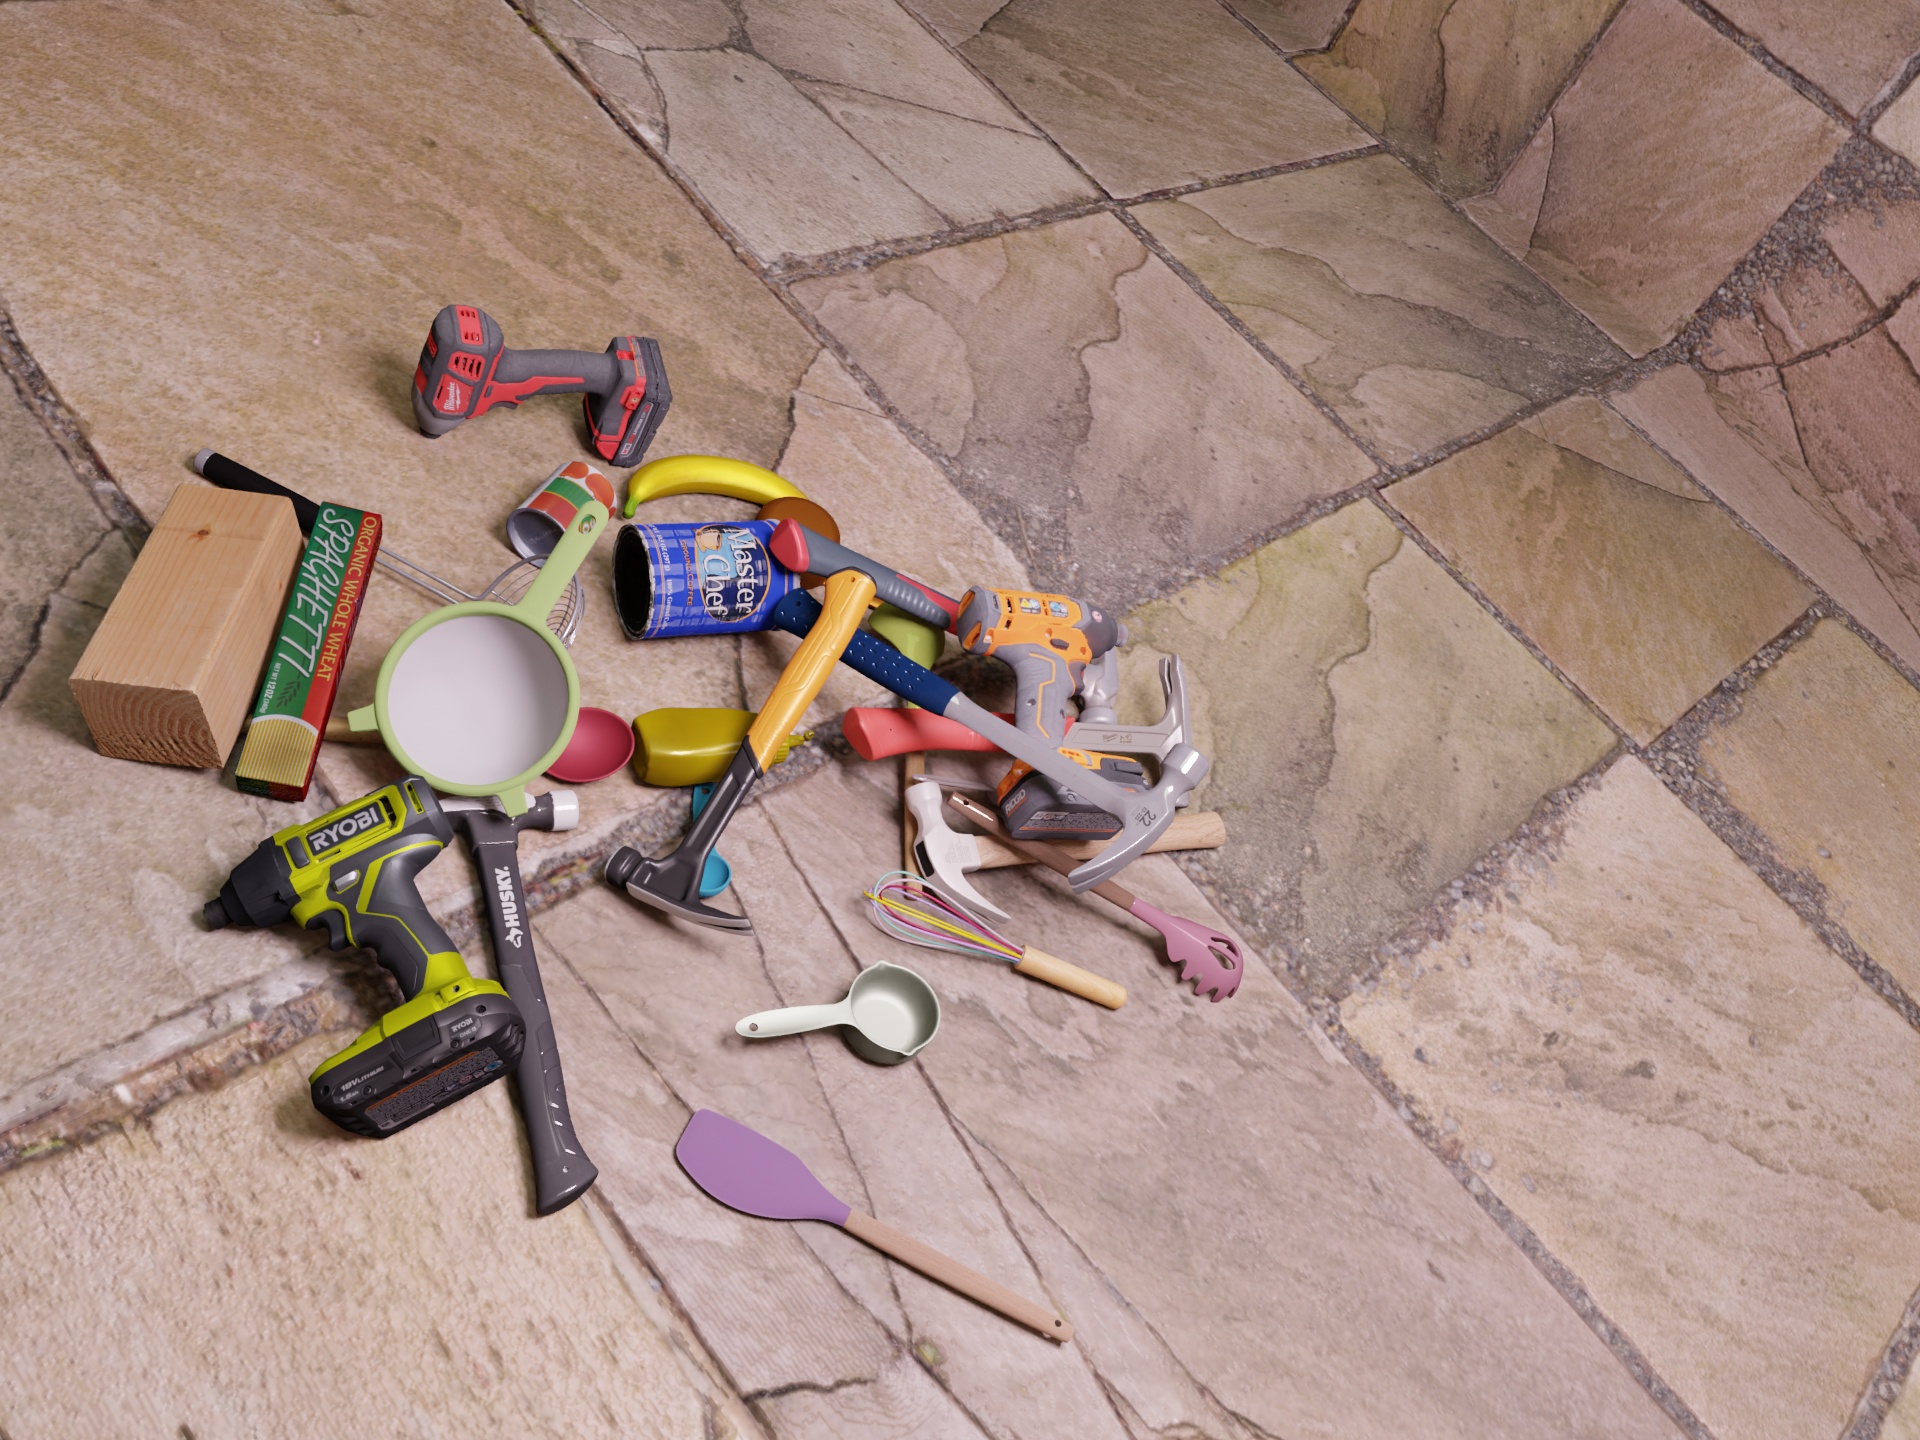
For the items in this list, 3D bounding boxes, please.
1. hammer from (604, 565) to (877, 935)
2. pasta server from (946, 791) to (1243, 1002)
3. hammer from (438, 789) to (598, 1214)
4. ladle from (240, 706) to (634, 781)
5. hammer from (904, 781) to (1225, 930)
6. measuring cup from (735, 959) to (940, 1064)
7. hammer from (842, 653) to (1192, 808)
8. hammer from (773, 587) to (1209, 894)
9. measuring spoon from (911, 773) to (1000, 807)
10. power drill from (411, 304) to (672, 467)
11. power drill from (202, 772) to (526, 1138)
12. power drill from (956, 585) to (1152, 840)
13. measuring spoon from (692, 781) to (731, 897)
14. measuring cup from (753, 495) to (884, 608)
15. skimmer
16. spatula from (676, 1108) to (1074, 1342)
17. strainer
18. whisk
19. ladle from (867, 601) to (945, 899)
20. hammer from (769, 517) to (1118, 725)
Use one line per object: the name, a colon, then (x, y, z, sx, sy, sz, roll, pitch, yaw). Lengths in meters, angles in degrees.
hammer: (-0.150, 0.013, 1.293, 0.127, 0.034, 0.337, 21, 64, 15)
pasta server: (0.121, 0.149, 1.382, 0.316, 0.040, 0.060, 31, 52, -9)
hammer: (-0.323, 0.193, 1.151, 0.146, 0.035, 0.335, -2, 54, -29)
ladle: (-0.419, 0.013, 1.260, 0.315, 0.031, 0.069, 4, 59, -21)
hammer: (0.107, 0.112, 1.429, 0.331, 0.031, 0.130, -2, 67, -33)
measuring cup: (-0.097, 0.235, 1.229, 0.167, 0.038, 0.083, -3, 54, -26)
hammer: (0.061, 0.003, 1.448, 0.359, 0.037, 0.149, 3, 78, -30)
hammer: (-0.002, -0.004, 1.312, 0.406, 0.035, 0.144, 31, 72, 28)
measuring spoon: (0.004, 0.063, 1.417, 0.124, 0.018, 0.034, 12, 8, -39)
power drill: (-0.392, -0.304, 1.471, 0.219, 0.143, 0.079, 2, 56, -34)
power drill: (-0.408, 0.162, 1.090, 0.171, 0.080, 0.223, -27, 63, -14)
power drill: (0.094, -0.012, 1.393, 0.164, 0.084, 0.227, 3, 59, -26)
measuring spoon: (-0.210, 0.098, 1.305, 0.042, 0.021, 0.129, 6, 41, -14)
measuring cup: (-0.122, -0.155, 1.533, 0.173, 0.052, 0.095, 27, 45, -1)
skimmer: (-0.479, -0.143, 1.316, 0.363, 0.090, 0.127, 28, 77, 0)
spatula: (-0.060, 0.372, 1.145, 0.316, 0.018, 0.060, 28, 46, -2)
strainer: (-0.346, -0.057, 1.245, 0.151, 0.069, 0.256, 29, 74, -3)
whisk: (0.030, 0.188, 1.333, 0.245, 0.047, 0.051, 24, 58, -13)
ladle: (-0.048, 0.020, 1.440, 0.078, 0.062, 0.320, 19, 52, -28)
hammer: (-0.005, -0.109, 1.487, 0.386, 0.038, 0.143, 24, 49, -30)
